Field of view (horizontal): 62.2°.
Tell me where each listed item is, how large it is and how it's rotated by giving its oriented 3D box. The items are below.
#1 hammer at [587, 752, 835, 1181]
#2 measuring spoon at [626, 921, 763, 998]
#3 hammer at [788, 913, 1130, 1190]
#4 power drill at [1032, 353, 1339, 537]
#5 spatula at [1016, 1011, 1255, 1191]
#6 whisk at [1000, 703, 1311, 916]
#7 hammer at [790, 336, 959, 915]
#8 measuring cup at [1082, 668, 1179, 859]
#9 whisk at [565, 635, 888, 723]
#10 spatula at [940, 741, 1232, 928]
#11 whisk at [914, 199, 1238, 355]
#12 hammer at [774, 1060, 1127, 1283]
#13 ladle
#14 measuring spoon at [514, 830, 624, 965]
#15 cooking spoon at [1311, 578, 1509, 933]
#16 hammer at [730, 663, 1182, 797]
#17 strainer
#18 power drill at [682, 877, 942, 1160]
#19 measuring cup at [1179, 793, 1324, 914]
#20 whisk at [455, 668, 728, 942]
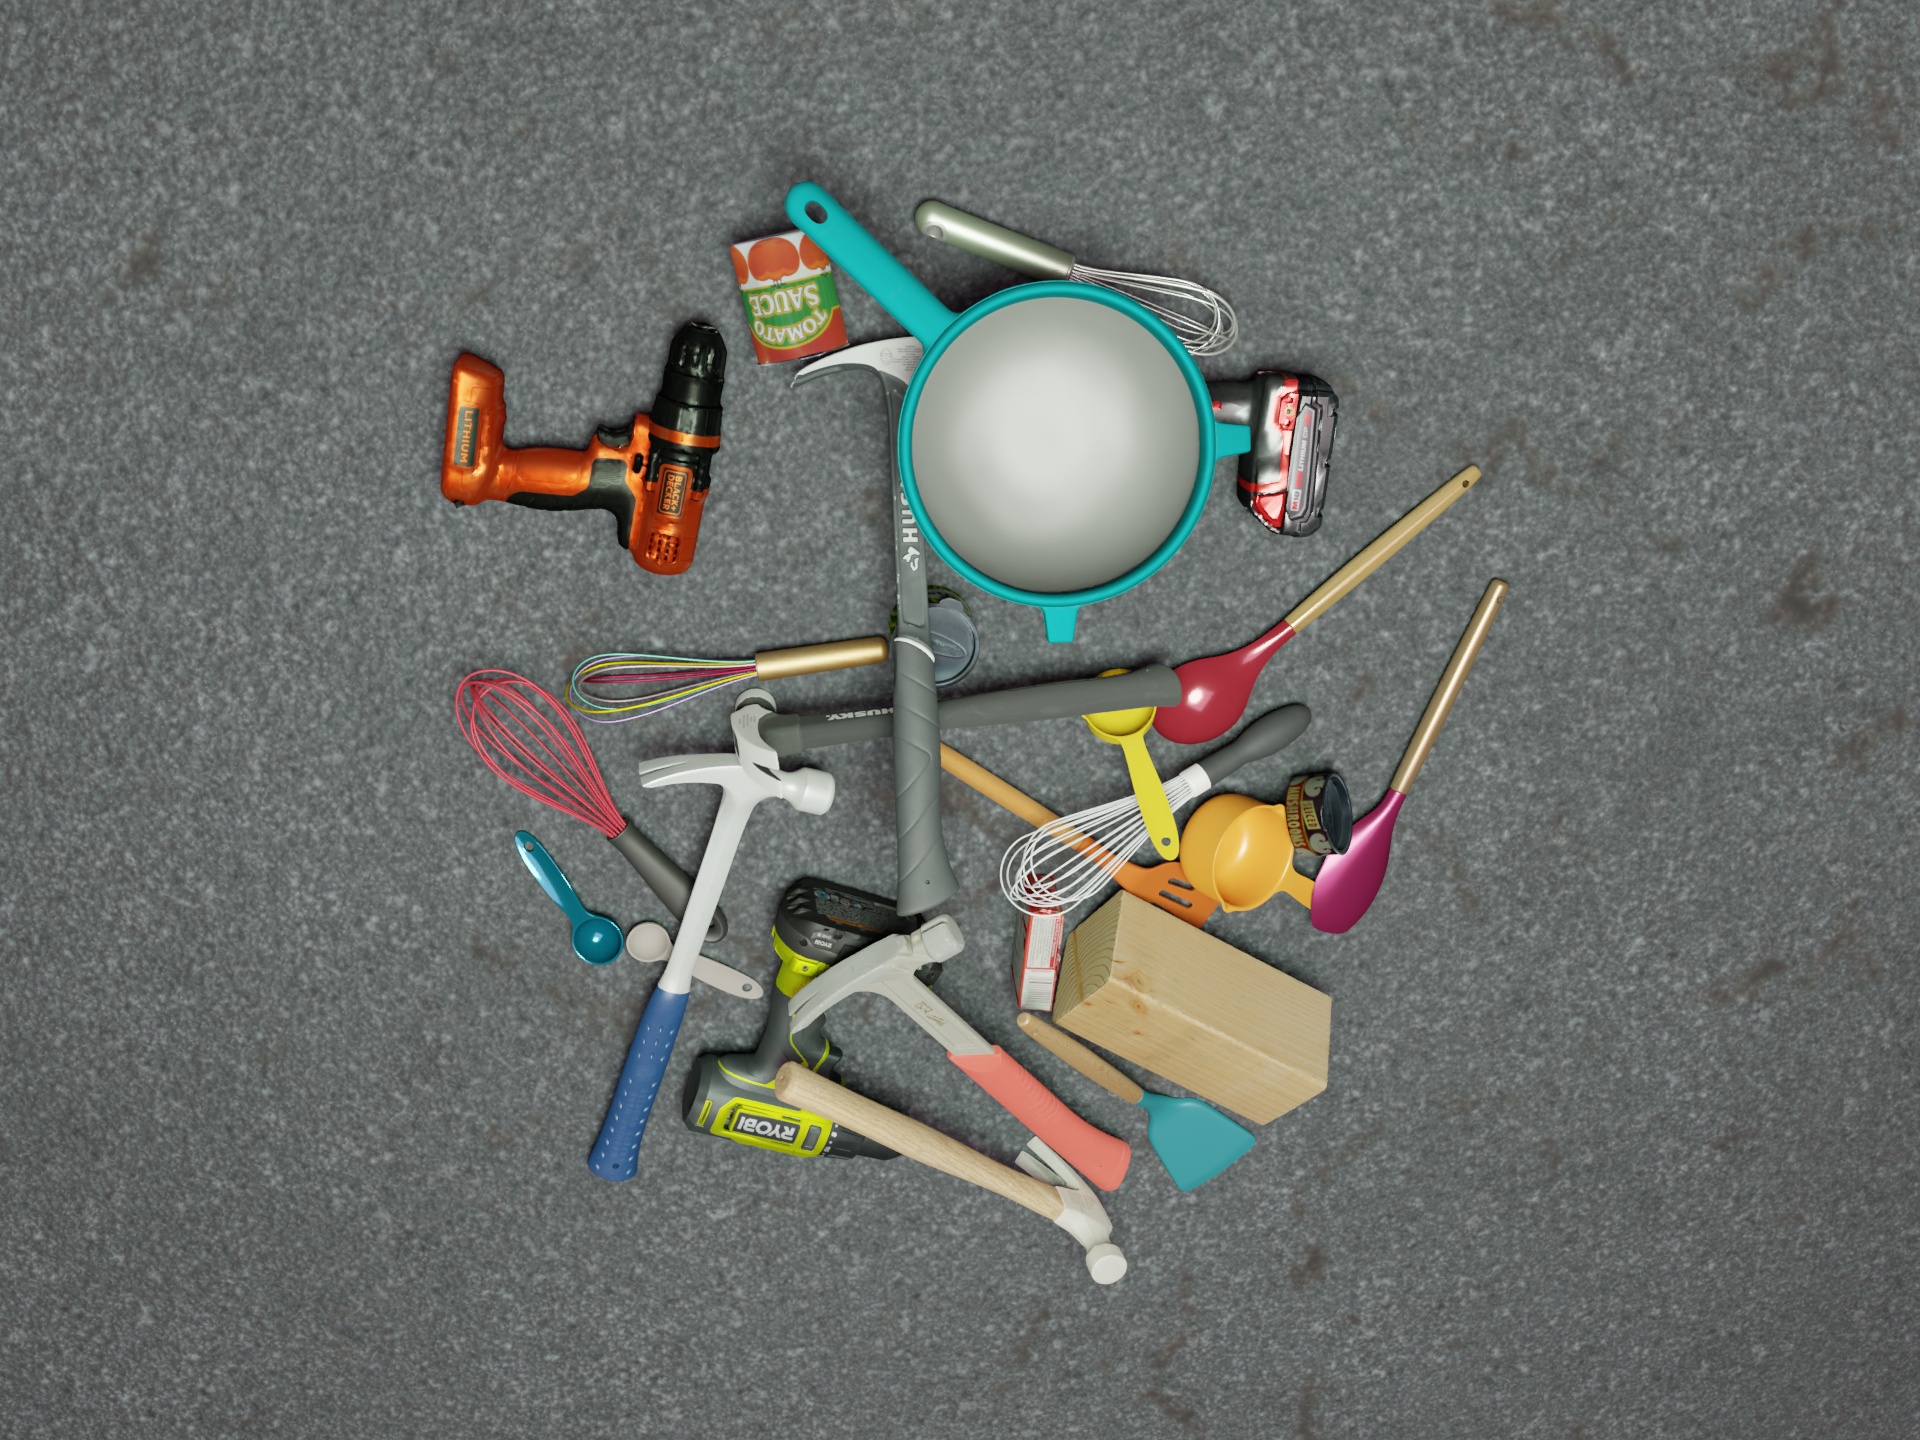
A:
[{"bbox_3d":[-0.230,0.201,1.260,0.144,0.035,0.405,13,114,-21],"label":"hammer"},{"bbox_3d":[-0.215,0.197,1.298,0.124,0.018,0.034,30,102,-20],"label":"measuring spoon"},{"bbox_3d":[0.023,0.289,1.279,0.149,0.037,0.358,-32,126,15],"label":"hammer"},{"bbox_3d":[0.153,-0.195,1.161,0.219,0.079,0.143,4,107,-3],"label":"power drill"},{"bbox_3d":[0.138,0.308,1.311,0.082,0.044,0.317,-39,134,11],"label":"spatula"},{"bbox_3d":[0.155,0.062,1.240,0.284,0.070,0.070,-31,109,-10],"label":"whisk"},{"bbox_3d":[-0.038,-0.069,1.112,0.149,0.036,0.409,-1,84,-14],"label":"hammer"},{"bbox_3d":[0.137,0.036,1.219,0.062,0.029,0.157,-16,72,-1],"label":"measuring cup"},{"bbox_3d":[-0.177,-0.041,1.206,0.245,0.047,0.051,-8,108,-6],"label":"whisk"},{"bbox_3d":[0.075,0.082,1.277,0.322,0.041,0.081,33,103,-10],"label":"spatula"},{"bbox_3d":[0.084,-0.317,1.131,0.246,0.057,0.059,19,67,-7],"label":"whisk"},{"bbox_3d":[-0.009,0.349,1.282,0.331,0.130,0.031,32,103,-25],"label":"hammer"},{"bbox_3d":[0.276,-0.089,1.233,0.315,0.031,0.069,-41,108,7],"label":"ladle"},{"bbox_3d":[-0.313,0.138,1.270,0.042,0.021,0.128,-32,99,11],"label":"measuring spoon"},{"bbox_3d":[0.364,0.034,1.280,0.068,0.017,0.319,15,106,-28],"label":"cooking spoon"},{"bbox_3d":[-0.002,-0.004,1.179,0.334,0.146,0.035,-7,111,-5],"label":"hammer"},{"bbox_3d":[0.013,-0.227,1.068,0.340,0.095,0.211,42,92,-9],"label":"strainer"},{"bbox_3d":[-0.102,0.257,1.293,0.190,0.080,0.228,18,109,-17],"label":"power drill"},{"bbox_3d":[0.244,0.119,1.292,0.173,0.052,0.095,31,86,-40],"label":"measuring cup"},{"bbox_3d":[-0.278,0.071,1.228,0.073,0.073,0.295,-36,115,8],"label":"whisk"}]
